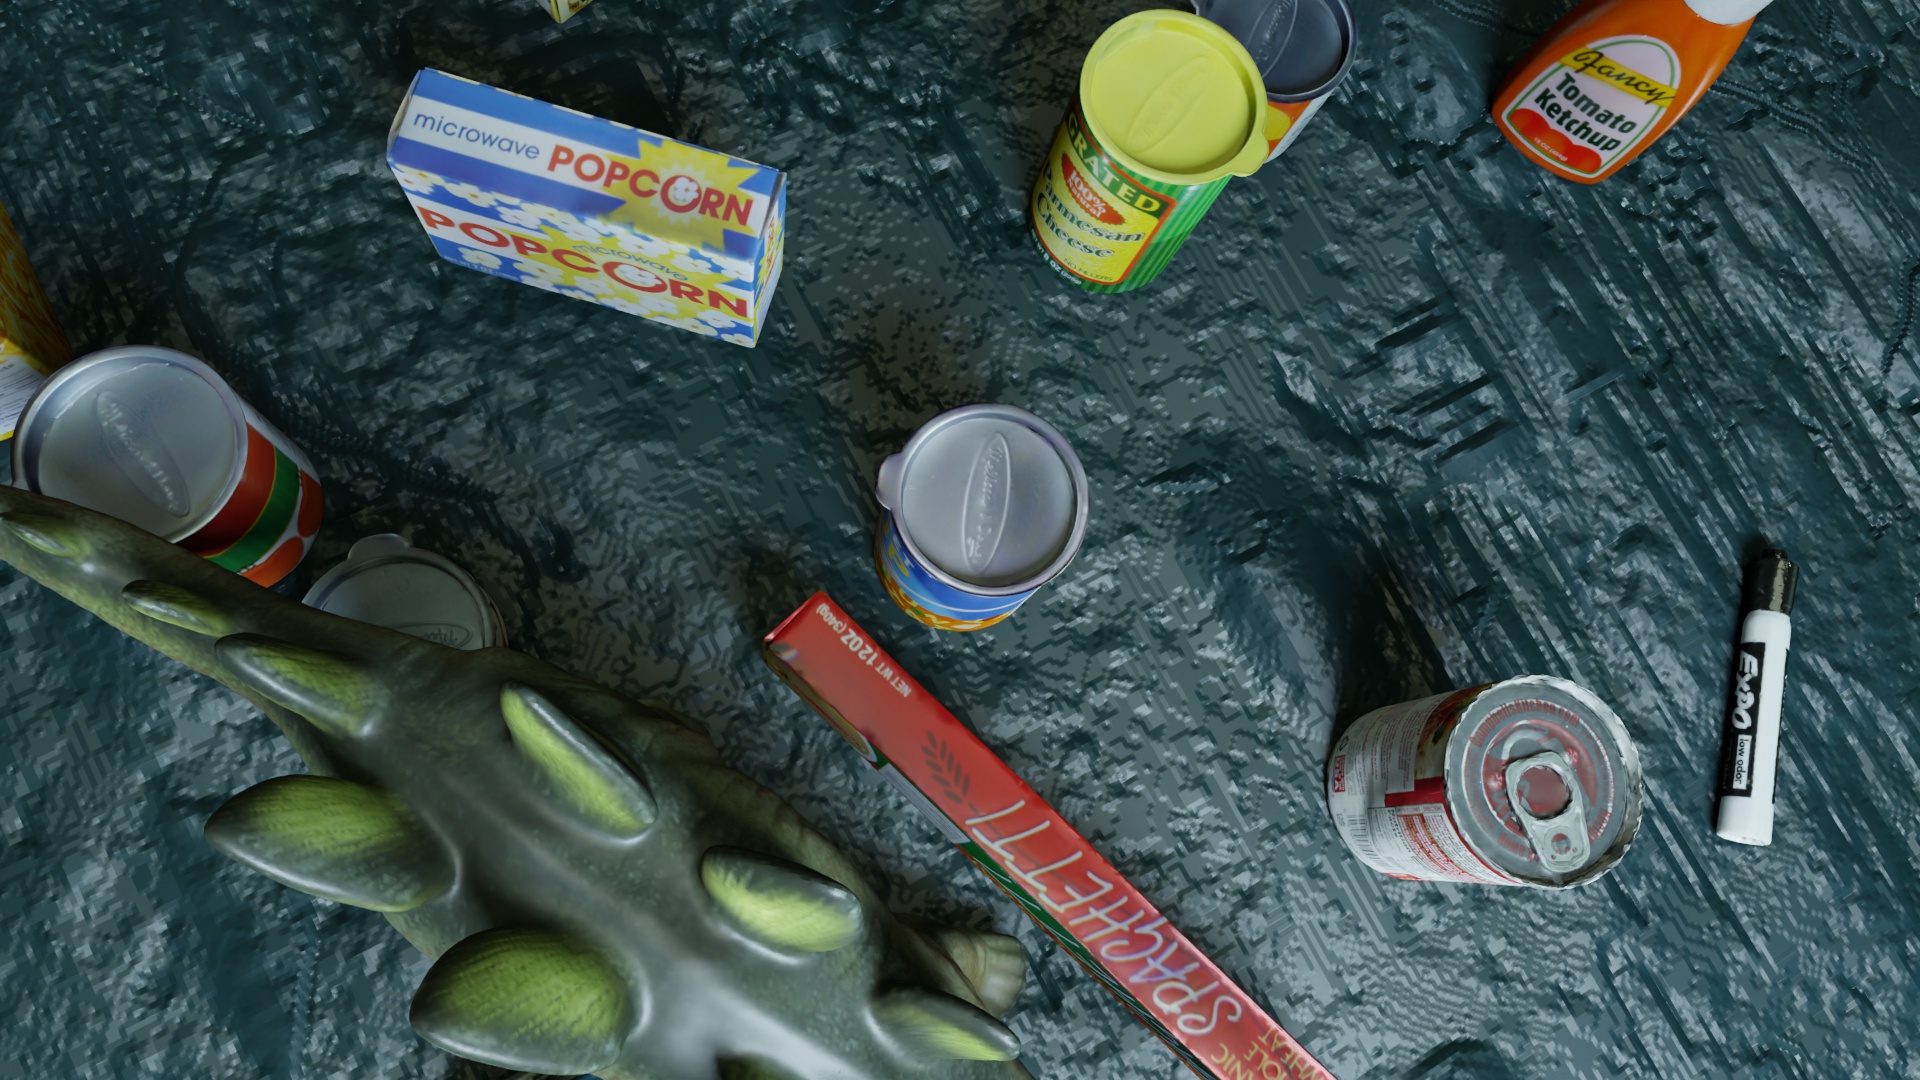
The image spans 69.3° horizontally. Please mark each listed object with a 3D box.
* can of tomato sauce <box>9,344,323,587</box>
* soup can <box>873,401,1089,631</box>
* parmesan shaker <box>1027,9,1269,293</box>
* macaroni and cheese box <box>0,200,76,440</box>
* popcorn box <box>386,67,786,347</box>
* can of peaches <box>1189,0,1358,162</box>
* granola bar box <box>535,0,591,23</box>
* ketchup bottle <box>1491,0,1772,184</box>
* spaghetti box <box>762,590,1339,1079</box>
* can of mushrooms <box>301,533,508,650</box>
[{"bbox_3d":[-0.257,-0.018,0.457,0.071,0.083,0.071,2,77,-8],"label":"can of tomato sauce"},{"bbox_3d":[0.002,-0.006,0.494,0.071,0.083,0.071,2,77,-8],"label":"soup can"},{"bbox_3d":[0.068,-0.140,0.525,0.071,0.103,0.071,2,77,-8],"label":"parmesan shaker"},{"bbox_3d":[-0.344,-0.111,0.423,0.040,0.166,0.124,-28,83,-13],"label":"macaroni and cheese box"},{"bbox_3d":[-0.129,-0.116,0.498,0.127,0.085,0.038,15,76,-5],"label":"popcorn box"},{"bbox_3d":[0.117,-0.196,0.568,0.071,0.058,0.071,2,77,-8],"label":"can of peaches"},{"bbox_3d":[-0.108,-0.286,0.521,0.039,0.124,0.166,45,75,3],"label":"granola bar box"},{"bbox_3d":[0.273,-0.198,0.546,0.065,0.148,0.043,35,75,0],"label":"ketchup bottle"},{"bbox_3d":[0.029,0.115,0.487,0.250,0.050,0.029,43,75,3],"label":"spaghetti box"},{"bbox_3d":[-0.193,0.035,0.481,0.071,0.033,0.071,2,77,-8],"label":"can of mushrooms"}]
